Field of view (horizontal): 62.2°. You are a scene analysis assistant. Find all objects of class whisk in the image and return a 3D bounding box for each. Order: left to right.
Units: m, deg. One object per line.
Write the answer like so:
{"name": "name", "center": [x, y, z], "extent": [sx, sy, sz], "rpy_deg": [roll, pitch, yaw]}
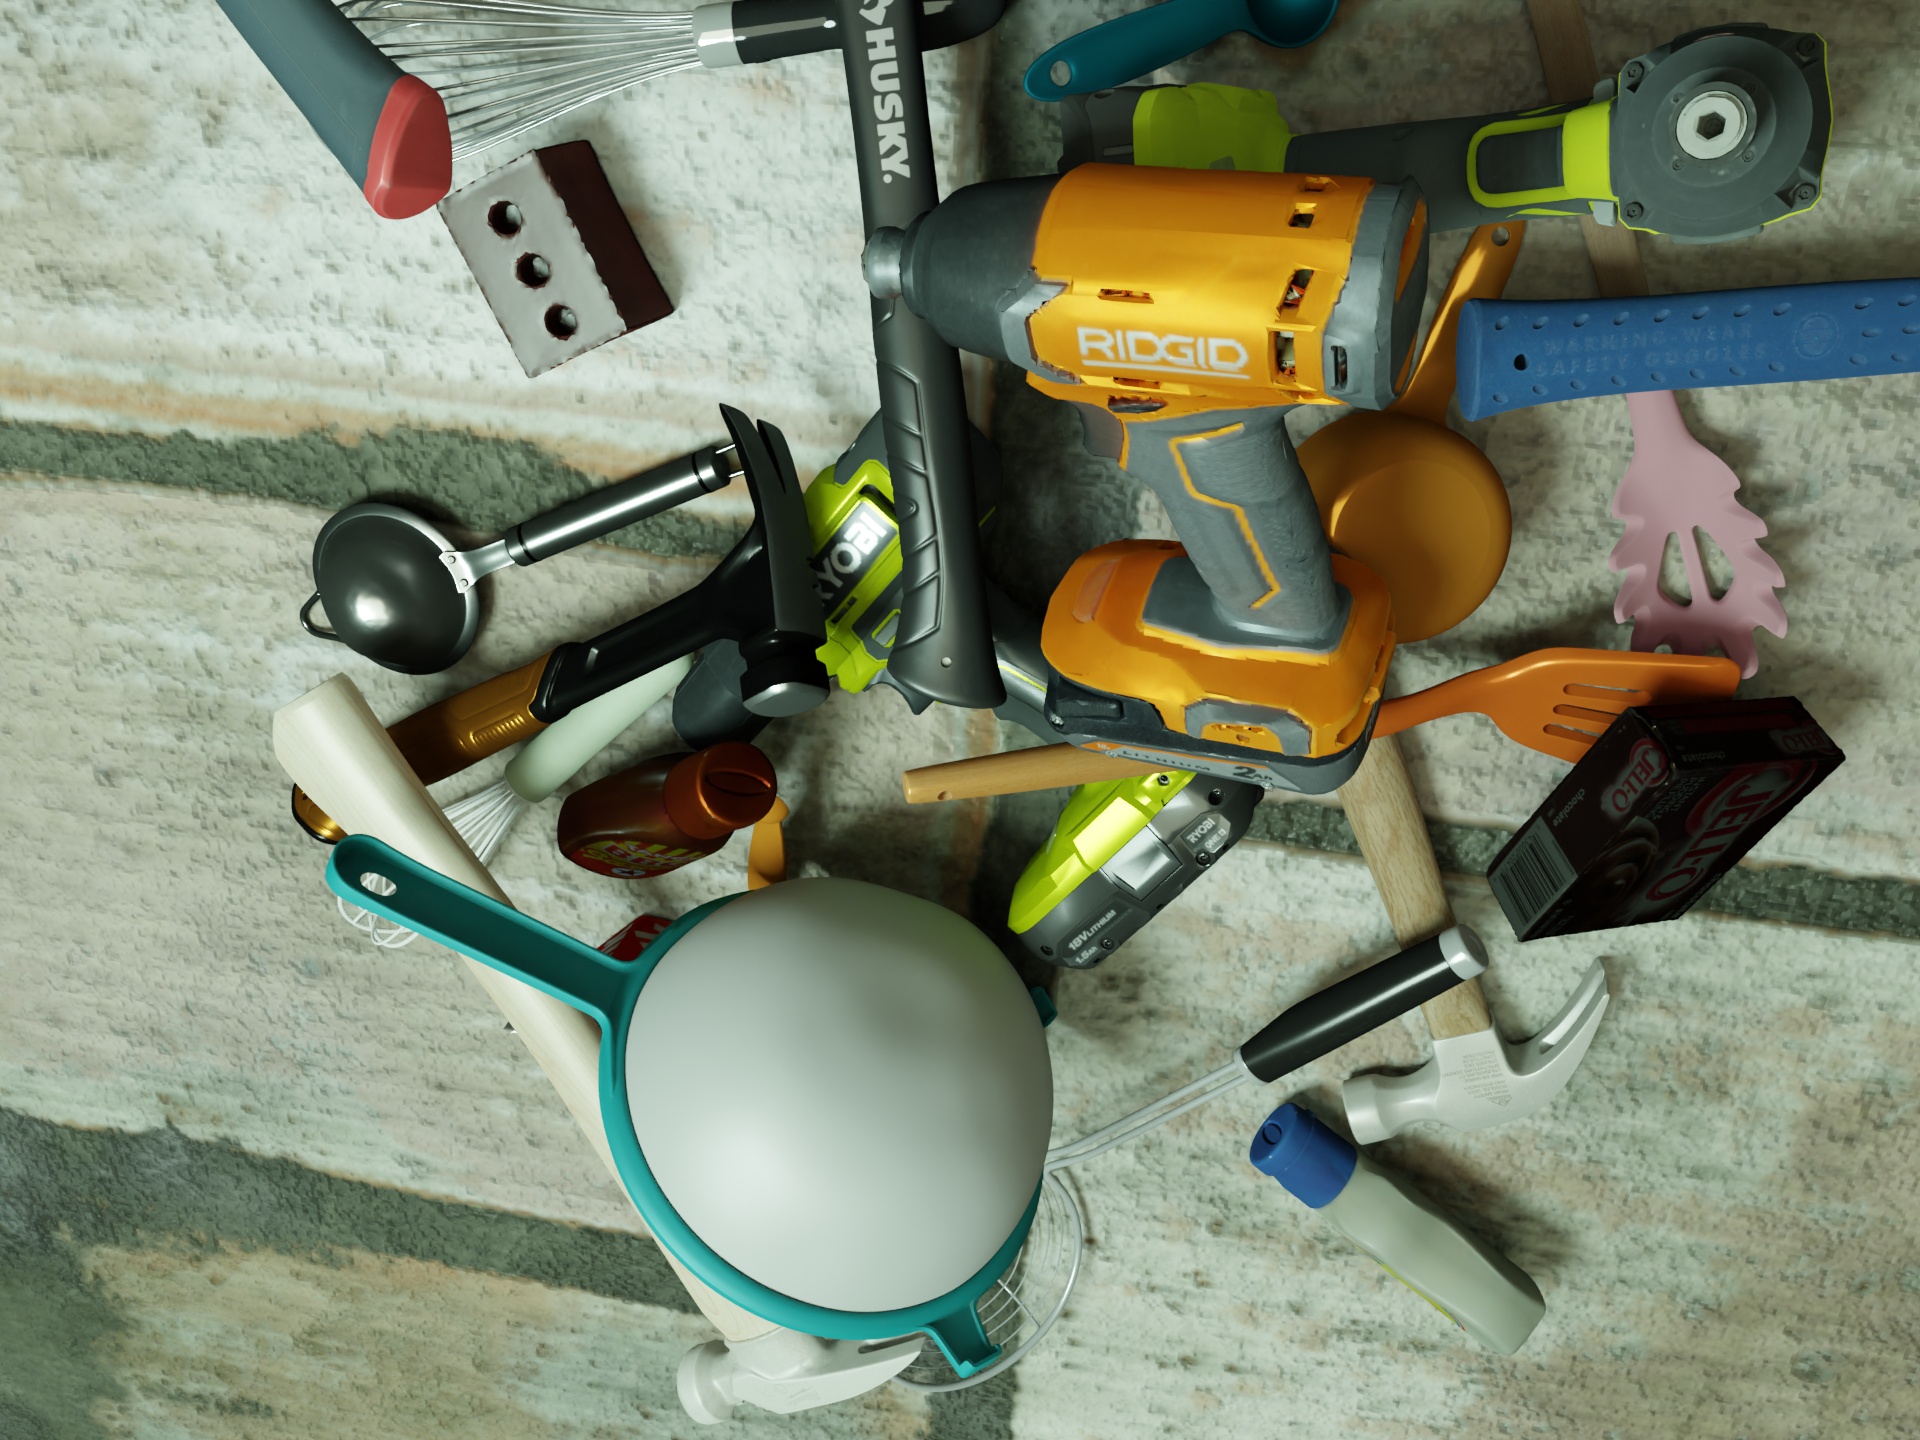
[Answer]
{"name": "whisk", "center": [-0.216, 0.035, 0.772], "extent": [0.246, 0.058, 0.059], "rpy_deg": [-38, 137, 21]}
{"name": "whisk", "center": [-0.123, -0.259, 0.611], "extent": [0.284, 0.070, 0.070], "rpy_deg": [-4, 114, 8]}

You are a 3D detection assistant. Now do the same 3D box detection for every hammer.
{"name": "hammer", "center": [-0.322, -0.333, 0.578], "extent": [0.143, 0.038, 0.386], "rpy_deg": [-37, 89, 25]}
{"name": "hammer", "center": [-0.195, -0.017, 0.712], "extent": [0.337, 0.034, 0.127], "rpy_deg": [-22, 69, 33]}
{"name": "hammer", "center": [-0.168, 0.153, 0.729], "extent": [0.146, 0.038, 0.410], "rpy_deg": [-25, 104, 27]}
{"name": "hammer", "center": [-0.014, -0.167, 0.582], "extent": [0.146, 0.035, 0.334], "rpy_deg": [-6, 102, 4]}
{"name": "hammer", "center": [0.187, 0.040, 0.694], "extent": [0.130, 0.031, 0.331], "rpy_deg": [-17, 109, 19]}
{"name": "hammer", "center": [0.380, -0.144, 0.542], "extent": [0.405, 0.035, 0.144], "rpy_deg": [-3, 113, 5]}

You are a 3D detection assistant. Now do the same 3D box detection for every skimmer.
{"name": "skimmer", "center": [0.094, 0.211, 0.741], "extent": [0.127, 0.090, 0.363], "rpy_deg": [33, 126, -29]}

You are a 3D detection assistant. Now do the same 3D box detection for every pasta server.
{"name": "pasta server", "center": [0.244, -0.161, 0.586], "extent": [0.060, 0.040, 0.316], "rpy_deg": [-13, 110, 27]}

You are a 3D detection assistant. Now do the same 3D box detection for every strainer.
{"name": "strainer", "center": [-0.205, -0.077, 0.718], "extent": [0.258, 0.050, 0.086], "rpy_deg": [-19, 111, 16]}
{"name": "strainer", "center": [-0.093, 0.112, 0.660], "extent": [0.340, 0.211, 0.095], "rpy_deg": [28, 133, -12]}

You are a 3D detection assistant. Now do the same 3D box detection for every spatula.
{"name": "spatula", "center": [0.138, 0.010, 0.621], "extent": [0.322, 0.041, 0.081], "rpy_deg": [-8, 142, -9]}

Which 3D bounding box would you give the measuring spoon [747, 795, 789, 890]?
{"name": "measuring spoon", "center": [-0.092, 0.066, 0.744], "extent": [0.021, 0.011, 0.116], "rpy_deg": [28, 148, 10]}

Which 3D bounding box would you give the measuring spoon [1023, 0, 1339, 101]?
{"name": "measuring spoon", "center": [0.076, -0.245, 0.563], "extent": [0.128, 0.021, 0.042], "rpy_deg": [-25, 114, -12]}

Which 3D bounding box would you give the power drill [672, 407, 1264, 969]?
{"name": "power drill", "center": [-0.001, -0.002, 0.690], "extent": [0.228, 0.080, 0.190], "rpy_deg": [41, 116, -5]}

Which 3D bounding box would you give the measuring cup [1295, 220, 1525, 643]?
{"name": "measuring cup", "center": [0.179, -0.111, 0.599], "extent": [0.095, 0.052, 0.173], "rpy_deg": [19, 106, -6]}

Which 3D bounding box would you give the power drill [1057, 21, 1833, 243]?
{"name": "power drill", "center": [0.152, -0.176, 0.509], "extent": [0.223, 0.171, 0.080], "rpy_deg": [1, 107, 27]}

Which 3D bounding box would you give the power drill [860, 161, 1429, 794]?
{"name": "power drill", "center": [0.063, -0.077, 0.516], "extent": [0.164, 0.084, 0.226], "rpy_deg": [11, 147, 21]}
